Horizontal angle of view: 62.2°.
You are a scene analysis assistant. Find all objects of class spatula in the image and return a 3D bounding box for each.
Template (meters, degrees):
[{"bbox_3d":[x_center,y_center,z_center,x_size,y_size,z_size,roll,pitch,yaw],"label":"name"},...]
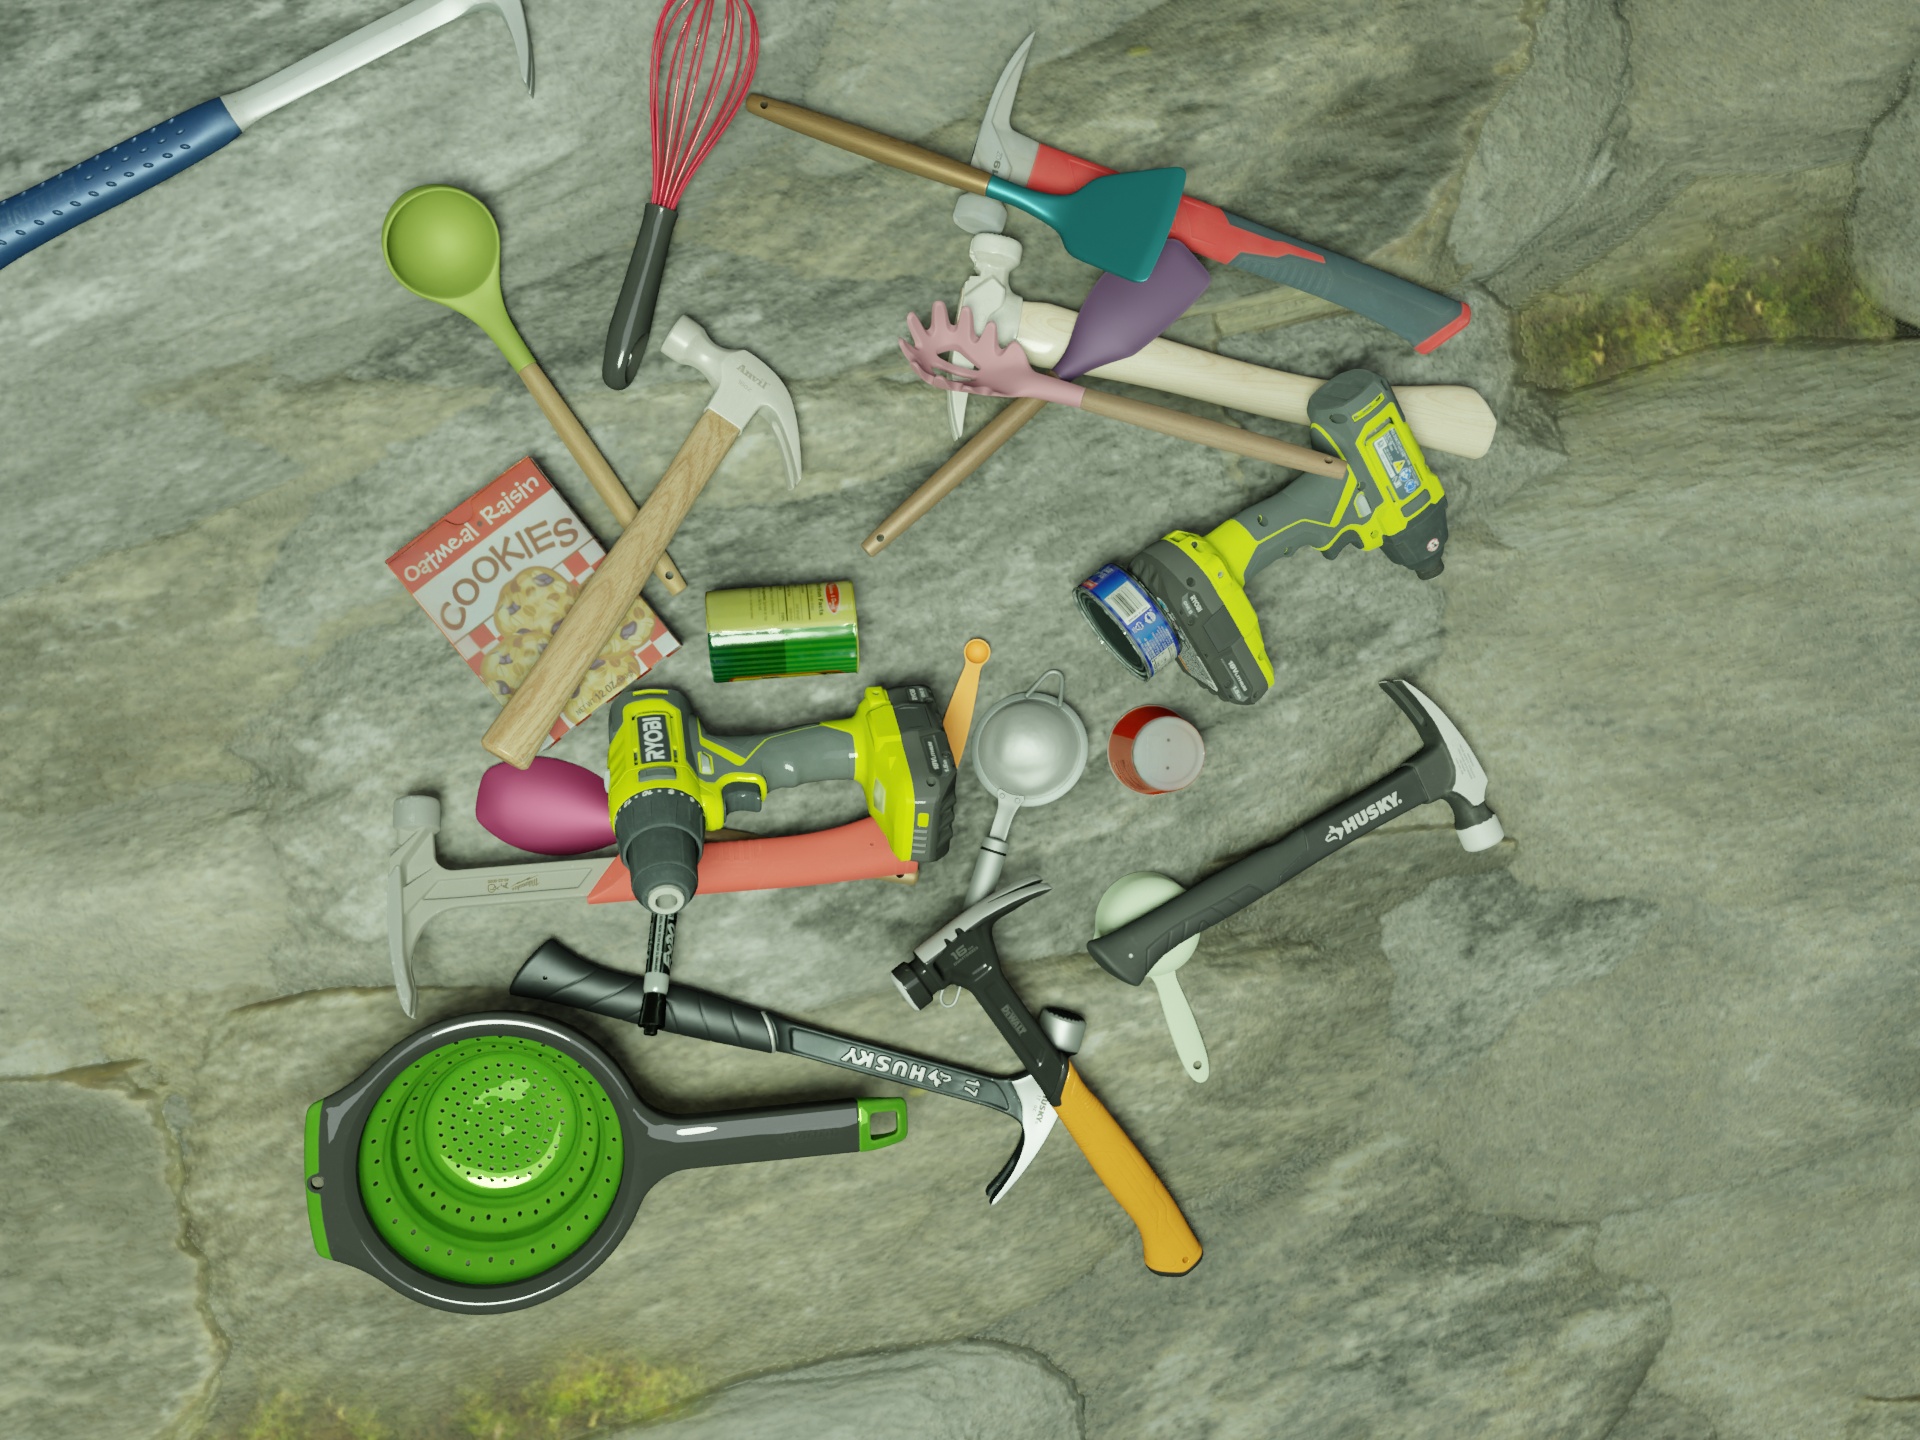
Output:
[{"bbox_3d":[-0.004,-0.384,1.100,0.317,0.044,0.082,21,92,7],"label":"spatula"},{"bbox_3d":[0.048,-0.227,1.125,0.316,0.018,0.060,-43,91,-3],"label":"spatula"}]

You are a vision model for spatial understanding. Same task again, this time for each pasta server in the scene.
[{"bbox_3d":[0.111,-0.217,1.089,0.316,0.040,0.060,17,71,7],"label":"pasta server"}]

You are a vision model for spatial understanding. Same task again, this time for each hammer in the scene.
[{"bbox_3d":[-0.480,-0.409,1.074,0.405,0.035,0.144,-30,96,-5],"label":"hammer"},{"bbox_3d":[-0.121,0.235,1.150,0.409,0.036,0.149,16,91,-7],"label":"hammer"},{"bbox_3d":[-0.208,0.115,1.101,0.359,0.036,0.149,-4,75,-10],"label":"hammer"},{"bbox_3d":[0.197,-0.369,1.164,0.386,0.038,0.143,17,88,-8],"label":"hammer"},{"bbox_3d":[0.194,-0.240,1.170,0.410,0.038,0.146,11,92,-8],"label":"hammer"},{"bbox_3d":[-0.220,-0.112,1.087,0.130,0.031,0.331,33,75,-12],"label":"hammer"},{"bbox_3d":[0.239,0.095,1.167,0.335,0.035,0.146,-27,95,-15],"label":"hammer"},{"bbox_3d":[0.088,0.271,1.146,0.127,0.034,0.336,-36,108,-8],"label":"hammer"}]

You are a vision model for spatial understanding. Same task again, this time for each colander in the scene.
[{"bbox_3d":[-0.238,0.286,1.108,0.397,0.094,0.204,-3,95,-12],"label":"colander"}]

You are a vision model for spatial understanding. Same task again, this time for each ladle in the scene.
[{"bbox_3d":[-0.285,-0.222,1.098,0.078,0.062,0.320,-34,99,-5],"label":"ladle"}]

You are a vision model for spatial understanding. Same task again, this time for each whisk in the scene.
[{"bbox_3d":[-0.201,-0.373,1.102,0.073,0.073,0.296,16,95,-8],"label":"whisk"}]

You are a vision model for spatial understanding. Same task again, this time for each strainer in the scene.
[{"bbox_3d":[0.028,0.083,1.146,0.087,0.050,0.258,16,86,16],"label":"strainer"}]

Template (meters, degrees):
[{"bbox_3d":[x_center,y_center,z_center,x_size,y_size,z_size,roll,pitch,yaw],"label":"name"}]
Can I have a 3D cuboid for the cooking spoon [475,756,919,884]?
[{"bbox_3d":[-0.186,0.083,1.142,0.319,0.017,0.069,11,90,-7],"label":"cooking spoon"}]

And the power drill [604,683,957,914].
[{"bbox_3d":[-0.123,0.049,1.071,0.228,0.191,0.080,-4,128,-12],"label":"power drill"}]

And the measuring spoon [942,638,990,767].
[{"bbox_3d":[-0.002,-0.004,1.168,0.021,0.011,0.117,16,94,-8],"label":"measuring spoon"}]

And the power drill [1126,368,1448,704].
[{"bbox_3d":[0.247,-0.120,1.148,0.223,0.080,0.171,-38,118,-5],"label":"power drill"}]

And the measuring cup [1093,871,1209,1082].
[{"bbox_3d":[0.156,0.194,1.180,0.083,0.038,0.167,-20,93,-6],"label":"measuring cup"}]
